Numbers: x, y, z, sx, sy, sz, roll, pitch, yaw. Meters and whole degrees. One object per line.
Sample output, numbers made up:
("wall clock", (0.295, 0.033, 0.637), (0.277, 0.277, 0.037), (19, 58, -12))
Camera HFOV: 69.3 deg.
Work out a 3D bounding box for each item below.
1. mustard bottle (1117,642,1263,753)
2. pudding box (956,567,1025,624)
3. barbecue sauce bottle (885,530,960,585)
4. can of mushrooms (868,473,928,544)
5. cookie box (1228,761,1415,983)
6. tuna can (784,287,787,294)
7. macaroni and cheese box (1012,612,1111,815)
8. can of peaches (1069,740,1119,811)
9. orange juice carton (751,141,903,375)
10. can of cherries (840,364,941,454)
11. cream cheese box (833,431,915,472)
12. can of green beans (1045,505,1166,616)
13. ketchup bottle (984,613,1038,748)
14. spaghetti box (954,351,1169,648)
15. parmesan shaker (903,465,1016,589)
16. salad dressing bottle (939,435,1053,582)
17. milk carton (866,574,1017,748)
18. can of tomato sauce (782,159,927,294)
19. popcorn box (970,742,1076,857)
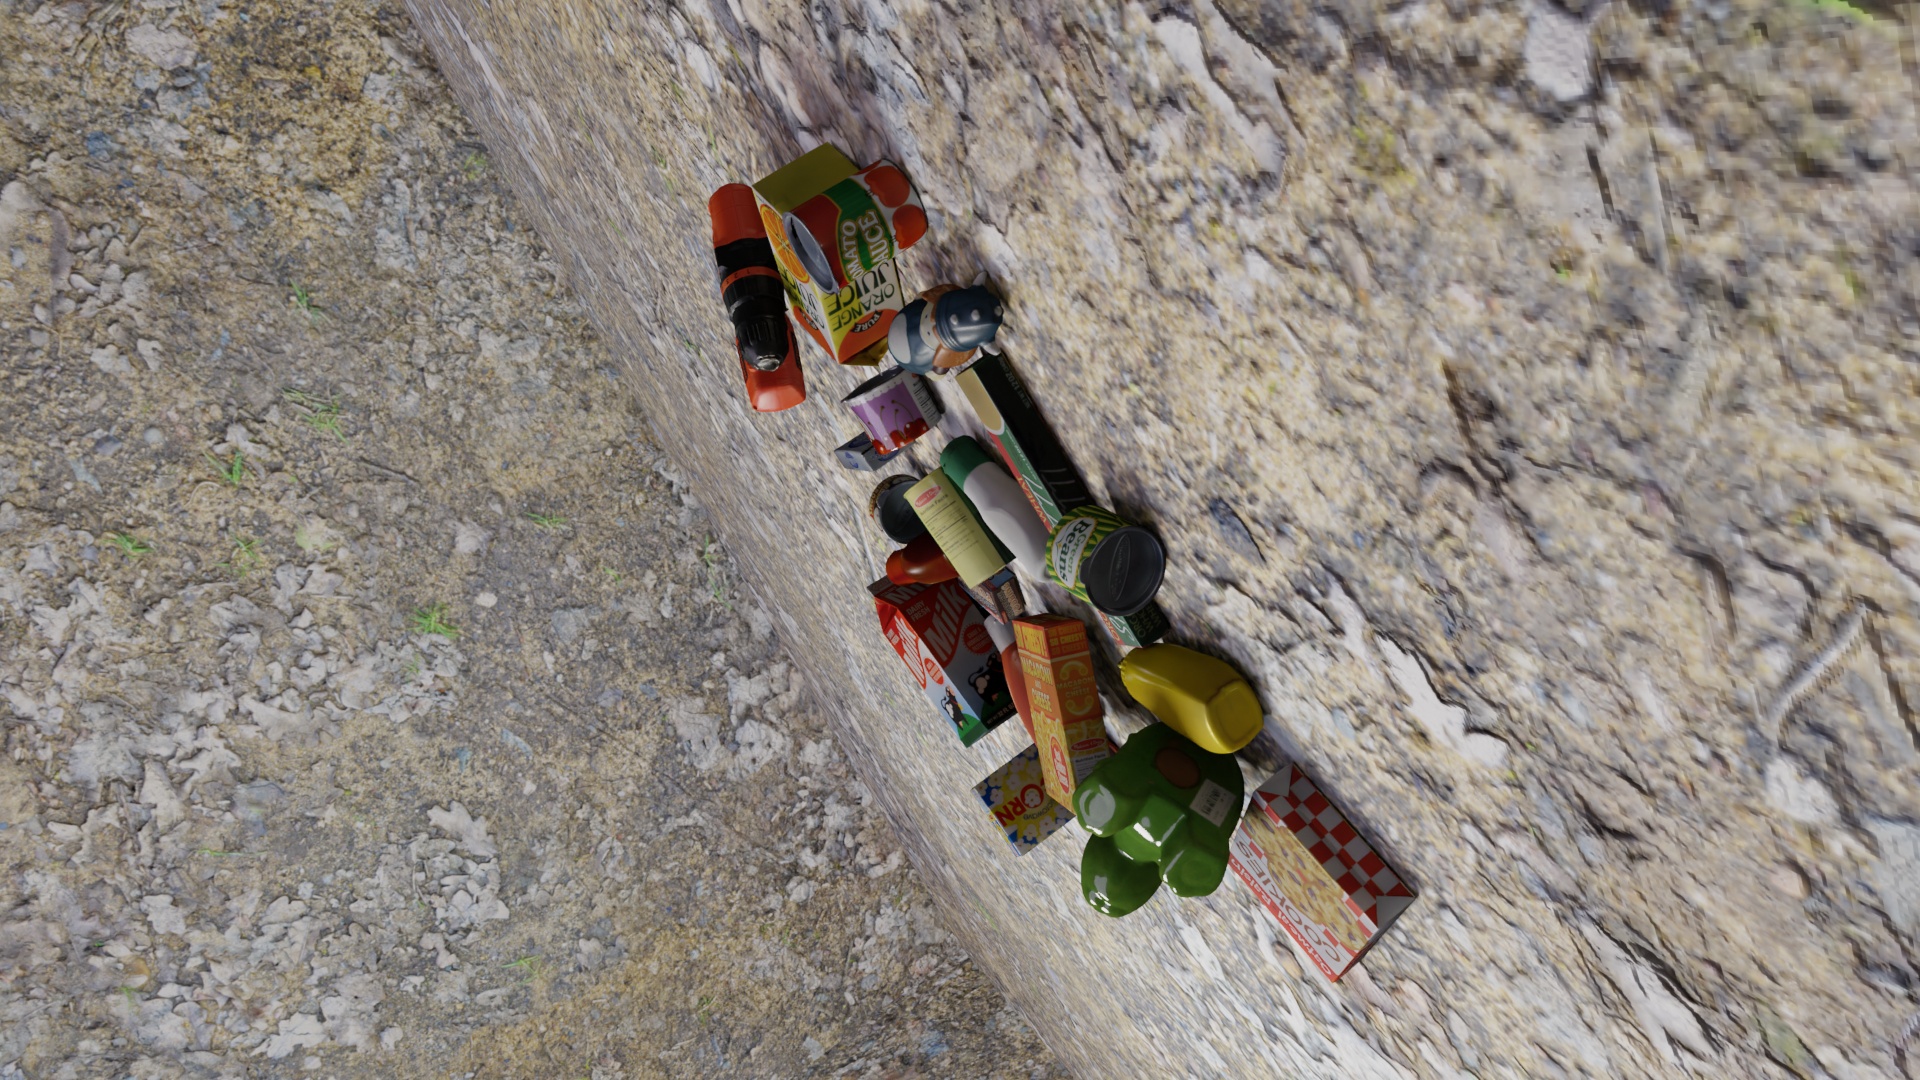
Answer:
("mustard bottle", (0.159, 0.106, 1.028), (0.065, 0.049, 0.160), (62, 165, -21))
("pudding box", (0.025, 0.039, 1.352), (0.084, 0.030, 0.049), (41, 160, 46))
("barbecue sauce bottle", (-0.025, 0.014, 1.329), (0.043, 0.065, 0.148), (44, 153, -14))
("can of mushrooms", (-0.058, -0.033, 1.388), (0.033, 0.071, 0.070), (31, 151, 61))
("cookie box", (0.261, 0.248, 1.025), (0.123, 0.040, 0.166), (49, 163, 25))
("tuna can", (-0.135, -0.229, 1.287), (0.071, 0.033, 0.070), (51, 164, 20))
("macaroni and cheese box", (0.093, 0.150, 1.233), (0.123, 0.040, 0.166), (178, 81, -79))
("can of peaches", (0.127, 0.230, 1.364), (0.071, 0.071, 0.057), (50, 164, 23))
("orange juice carton", (-0.099, -0.215, 1.121), (0.072, 0.073, 0.191), (47, 163, 32))
("can of cherries", (-0.060, -0.115, 1.217), (0.058, 0.071, 0.071), (59, 165, -15))
("cream cheese box", (-0.086, -0.093, 1.382), (0.024, 0.053, 0.104), (58, 165, -15))
("can of green beans", (0.101, 0.013, 0.979), (0.058, 0.071, 0.071), (32, 152, 58))
("ketchup bottle", (0.073, 0.133, 1.344), (0.149, 0.064, 0.043), (60, -173, 22))
("spaghetti box", (0.077, -0.028, 1.045), (0.250, 0.029, 0.050), (58, 166, -6))
("parmesan shaker", (0.004, -0.015, 1.225), (0.103, 0.071, 0.071), (55, 165, 2))
("salad dressing bottle", (0.038, -0.029, 1.142), (0.148, 0.044, 0.064), (49, 165, 31))
("milk carton", (-0.013, 0.106, 1.403), (0.191, 0.072, 0.073), (54, 153, 10))
("can of tomato sauce", (-0.074, -0.225, 1.000), (0.071, 0.083, 0.071), (51, 164, 20))
("popcorn box", (0.086, 0.252, 1.420), (0.085, 0.127, 0.038), (54, 169, 8))
